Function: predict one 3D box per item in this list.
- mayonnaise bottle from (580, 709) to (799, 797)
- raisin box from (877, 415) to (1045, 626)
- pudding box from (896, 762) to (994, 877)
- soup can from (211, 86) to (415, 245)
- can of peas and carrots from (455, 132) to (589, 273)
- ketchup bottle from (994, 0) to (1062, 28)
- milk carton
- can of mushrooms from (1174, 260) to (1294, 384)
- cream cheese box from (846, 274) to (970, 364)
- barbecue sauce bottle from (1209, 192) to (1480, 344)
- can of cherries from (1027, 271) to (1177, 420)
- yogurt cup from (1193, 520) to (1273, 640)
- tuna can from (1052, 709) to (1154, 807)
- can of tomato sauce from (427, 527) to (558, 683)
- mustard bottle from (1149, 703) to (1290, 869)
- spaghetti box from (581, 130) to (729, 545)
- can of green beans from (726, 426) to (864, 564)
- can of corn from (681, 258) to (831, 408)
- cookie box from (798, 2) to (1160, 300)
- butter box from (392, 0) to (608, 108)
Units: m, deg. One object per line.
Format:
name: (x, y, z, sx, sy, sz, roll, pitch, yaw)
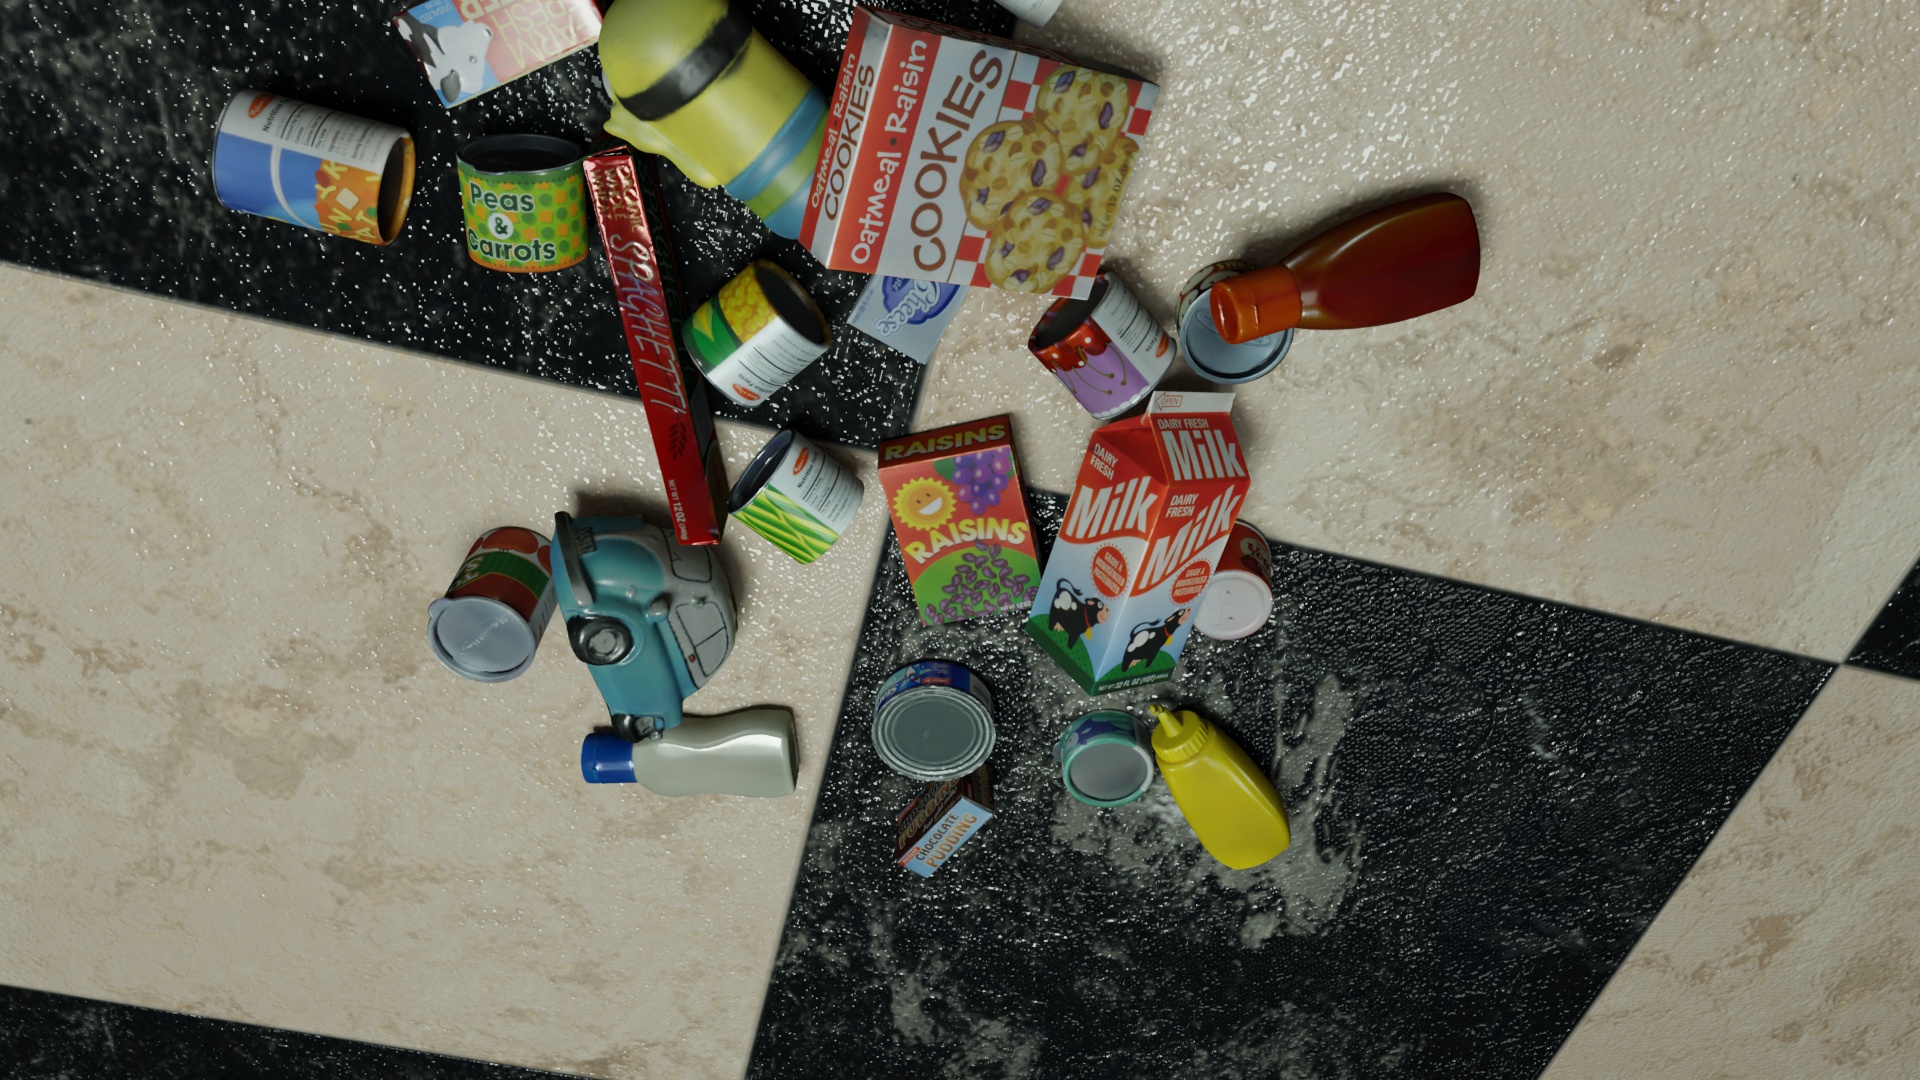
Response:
mayonnaise bottle: (-0.192, 0.153, 0.987, 0.148, 0.041, 0.064, -1, 120, 2)
raisin box: (0.003, -0.011, 0.885, 0.086, 0.040, 0.122, -11, 122, 7)
pudding box: (-0.011, 0.199, 1.009, 0.030, 0.050, 0.083, 32, 118, -20)
soup can: (-0.348, -0.200, 0.754, 0.084, 0.072, 0.071, 13, 121, -8)
can of peas and carrots: (-0.239, -0.184, 0.759, 0.071, 0.071, 0.058, 4, 123, -2)
ketchup bottle: (-0.012, -0.313, 0.694, 0.149, 0.044, 0.064, 29, 124, -17)
milk carton: (0.112, -0.005, 0.849, 0.072, 0.073, 0.189, -4, 124, -38)
can of mushrooms: (0.161, -0.130, 0.813, 0.071, 0.033, 0.070, 1, 122, 1)
cream cheese box: (-0.019, -0.158, 0.802, 0.053, 0.024, 0.103, 25, 119, -15)
barbecue sauce bottle: (0.213, -0.145, 0.770, 0.149, 0.044, 0.064, -18, 113, -11)
can of cherries: (0.080, -0.112, 0.806, 0.071, 0.072, 0.058, -38, 114, 21)
yogurt cup: (0.170, 0.027, 0.899, 0.072, 0.054, 0.072, 1, 122, 1)
tuna can: (0.102, 0.157, 0.992, 0.071, 0.033, 0.070, 0, 122, 0)
can of tomato sauce: (-0.297, 0.039, 0.891, 0.071, 0.083, 0.070, 0, 122, 0)
mustard bottle: (0.177, 0.166, 0.988, 0.065, 0.049, 0.160, -28, 117, 16)
spaghetti box: (-0.174, -0.114, 0.815, 0.029, 0.050, 0.248, -6, 121, 3)
can of green beans: (-0.101, -0.027, 0.859, 0.058, 0.071, 0.071, 38, 115, -21)
can of corn: (-0.118, -0.122, 0.802, 0.058, 0.071, 0.071, -36, 115, 19)
cookie box: (0.010, -0.196, 0.721, 0.168, 0.040, 0.122, 0, 121, -34)
butter box: (-0.238, -0.273, 0.731, 0.103, 0.024, 0.053, -19, 120, 12)
